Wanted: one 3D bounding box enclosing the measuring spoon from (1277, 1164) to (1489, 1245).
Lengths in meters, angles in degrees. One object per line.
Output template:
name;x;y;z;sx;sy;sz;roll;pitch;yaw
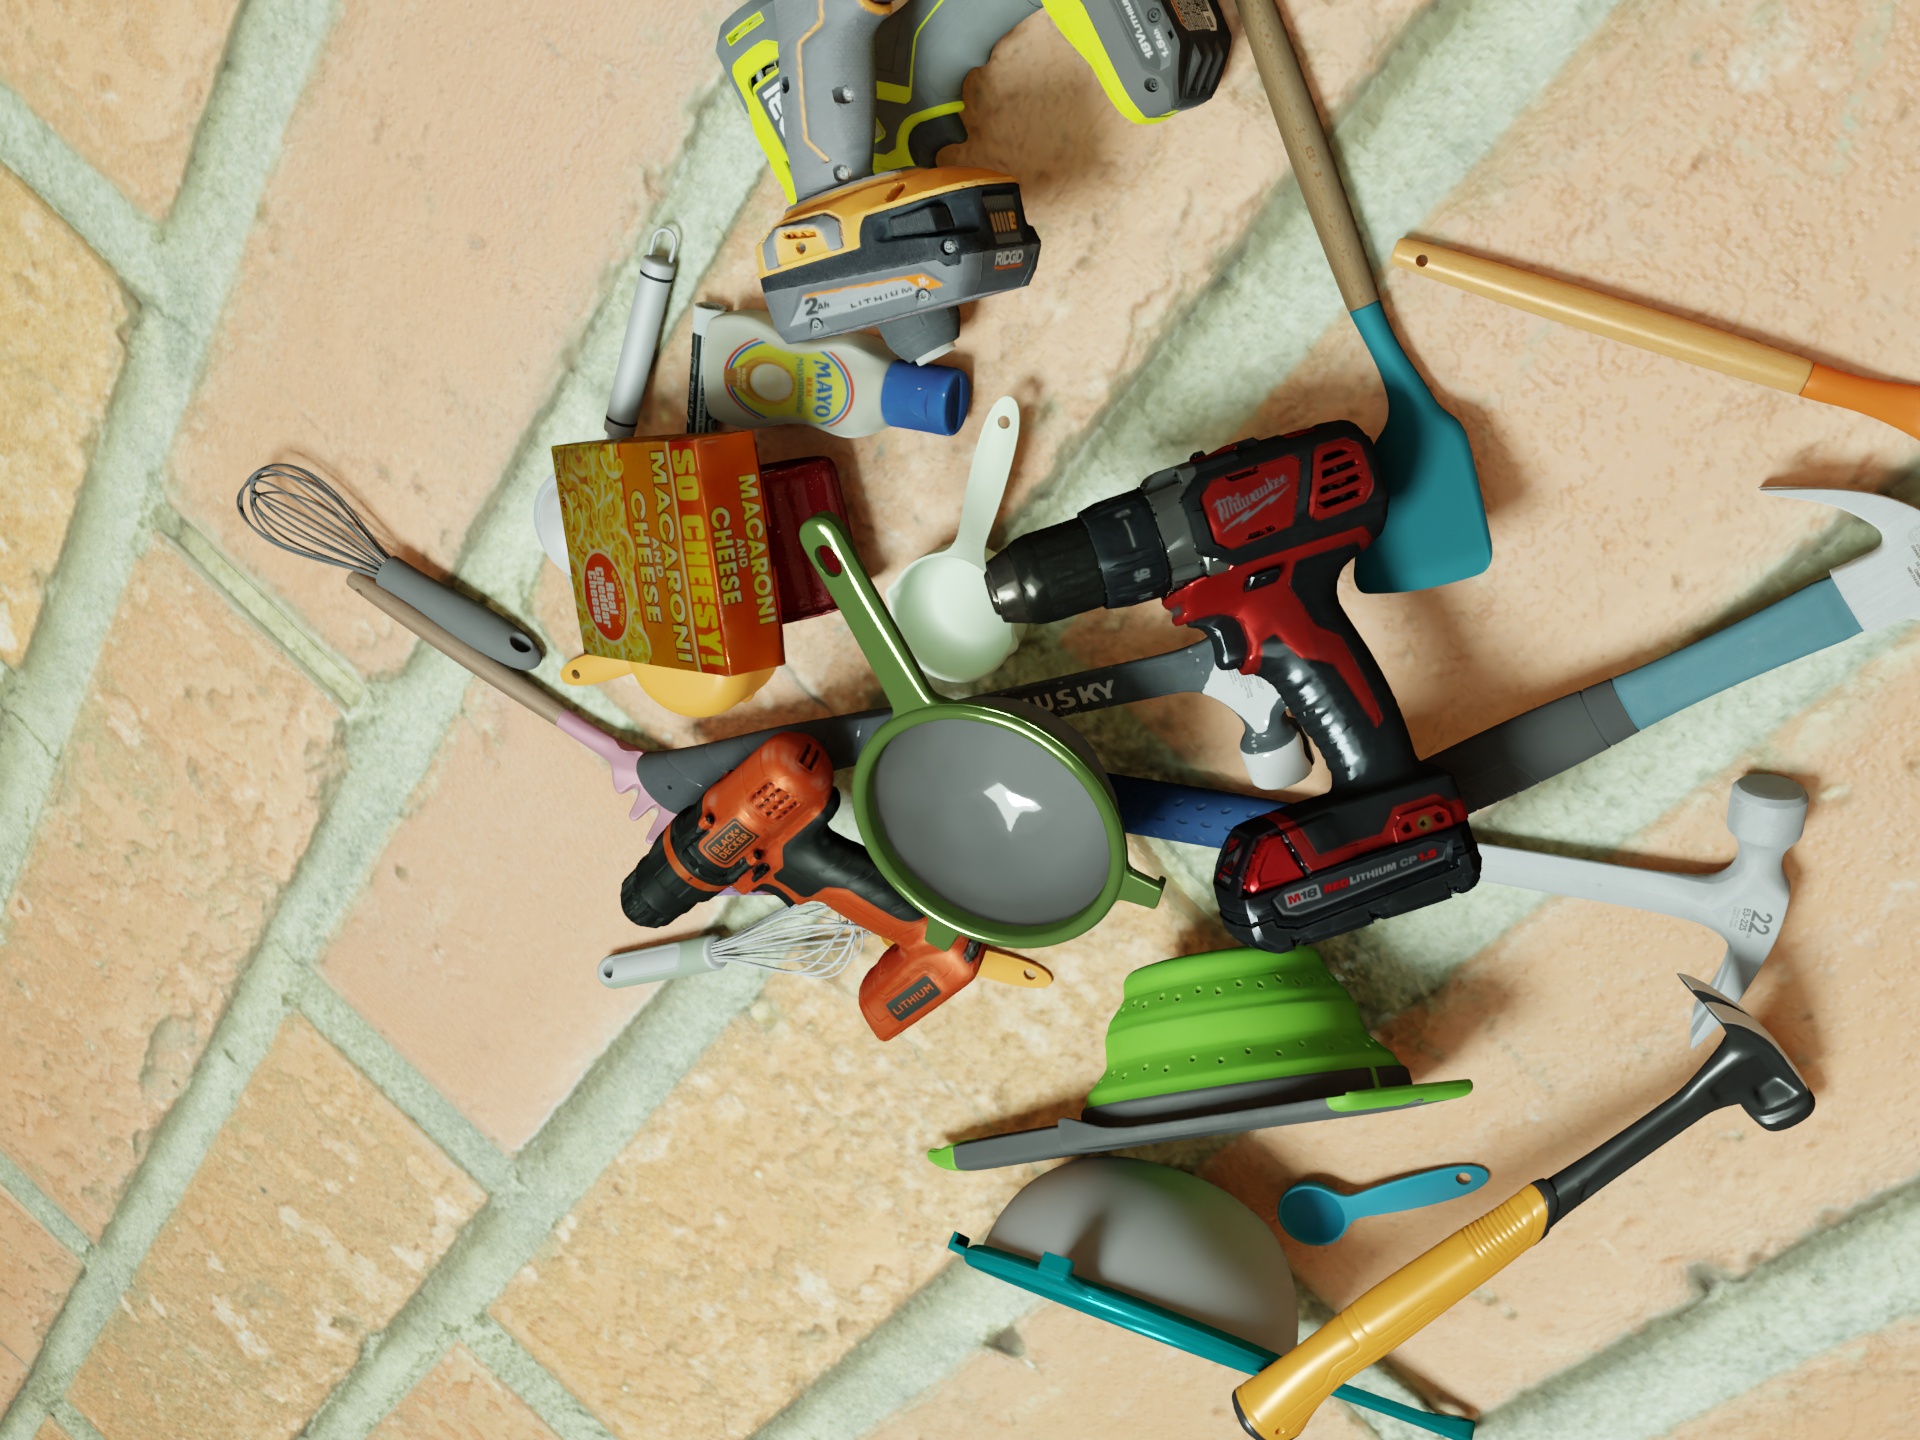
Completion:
measuring spoon;0.251;0.280;0.947;0.128;0.021;0.042;-22;101;23

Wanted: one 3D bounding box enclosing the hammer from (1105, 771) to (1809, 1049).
hammer;0.216;0.071;0.853;0.405;0.035;0.144;9;116;22

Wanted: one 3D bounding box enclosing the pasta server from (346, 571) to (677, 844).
pasta server;-0.291;-0.012;1.060;0.316;0.040;0.060;32;138;11

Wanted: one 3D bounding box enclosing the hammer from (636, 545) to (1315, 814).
hammer;-0.019;-0.001;0.890;0.409;0.036;0.149;-12;114;29

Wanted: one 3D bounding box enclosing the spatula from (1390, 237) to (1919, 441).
spatula;0.340;-0.154;0.686;0.323;0.041;0.081;23;119;16

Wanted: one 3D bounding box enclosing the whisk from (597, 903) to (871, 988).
whisk;-0.159;0.155;1.068;0.246;0.059;0.058;-15;69;35

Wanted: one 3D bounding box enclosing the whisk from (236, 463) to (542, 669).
whisk;-0.379;-0.101;1.061;0.239;0.055;0.055;32;123;4

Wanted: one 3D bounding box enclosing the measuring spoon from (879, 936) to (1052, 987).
measuring spoon;0.003;0.148;1.009;0.117;0.011;0.021;13;117;16

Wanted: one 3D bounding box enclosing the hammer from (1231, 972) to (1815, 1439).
hammer;0.271;0.262;0.810;0.337;0.034;0.127;-41;126;12

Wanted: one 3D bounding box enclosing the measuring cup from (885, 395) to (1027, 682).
measuring cup;0.012;-0.101;0.873;0.083;0.038;0.167;23;119;15

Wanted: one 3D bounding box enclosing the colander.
colander;0.101;0.201;0.933;0.397;0.204;0.095;-27;65;48

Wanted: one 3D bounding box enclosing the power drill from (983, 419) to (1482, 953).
power drill;0.127;-0.011;0.738;0.188;0.080;0.227;-18;91;-1

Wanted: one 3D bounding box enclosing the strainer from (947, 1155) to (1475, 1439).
strainer;0.173;0.343;0.965;0.340;0.095;0.211;23;161;-10

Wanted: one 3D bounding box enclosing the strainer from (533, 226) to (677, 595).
strainer;-0.207;-0.169;0.947;0.087;0.050;0.258;23;118;4

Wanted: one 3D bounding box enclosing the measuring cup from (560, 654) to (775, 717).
measuring cup;-0.197;-0.037;0.993;0.173;0.052;0.095;-13;106;28

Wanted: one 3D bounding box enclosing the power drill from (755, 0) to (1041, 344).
power drill;-0.030;-0.295;0.693;0.185;0.084;0.226;-6;105;33

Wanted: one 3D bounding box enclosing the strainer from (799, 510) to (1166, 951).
strainer;-0.001;-0.003;0.817;0.151;0.069;0.256;-18;110;35

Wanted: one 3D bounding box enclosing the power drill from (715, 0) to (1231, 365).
power drill;0.007;-0.296;0.763;0.228;0.080;0.190;-21;101;35

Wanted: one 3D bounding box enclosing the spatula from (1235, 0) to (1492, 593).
spatula;0.173;-0.214;0.738;0.082;0.044;0.317;-7;110;57

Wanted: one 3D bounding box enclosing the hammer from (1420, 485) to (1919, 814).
hammer;0.302;0.000;0.751;0.331;0.033;0.128;-29;86;27
